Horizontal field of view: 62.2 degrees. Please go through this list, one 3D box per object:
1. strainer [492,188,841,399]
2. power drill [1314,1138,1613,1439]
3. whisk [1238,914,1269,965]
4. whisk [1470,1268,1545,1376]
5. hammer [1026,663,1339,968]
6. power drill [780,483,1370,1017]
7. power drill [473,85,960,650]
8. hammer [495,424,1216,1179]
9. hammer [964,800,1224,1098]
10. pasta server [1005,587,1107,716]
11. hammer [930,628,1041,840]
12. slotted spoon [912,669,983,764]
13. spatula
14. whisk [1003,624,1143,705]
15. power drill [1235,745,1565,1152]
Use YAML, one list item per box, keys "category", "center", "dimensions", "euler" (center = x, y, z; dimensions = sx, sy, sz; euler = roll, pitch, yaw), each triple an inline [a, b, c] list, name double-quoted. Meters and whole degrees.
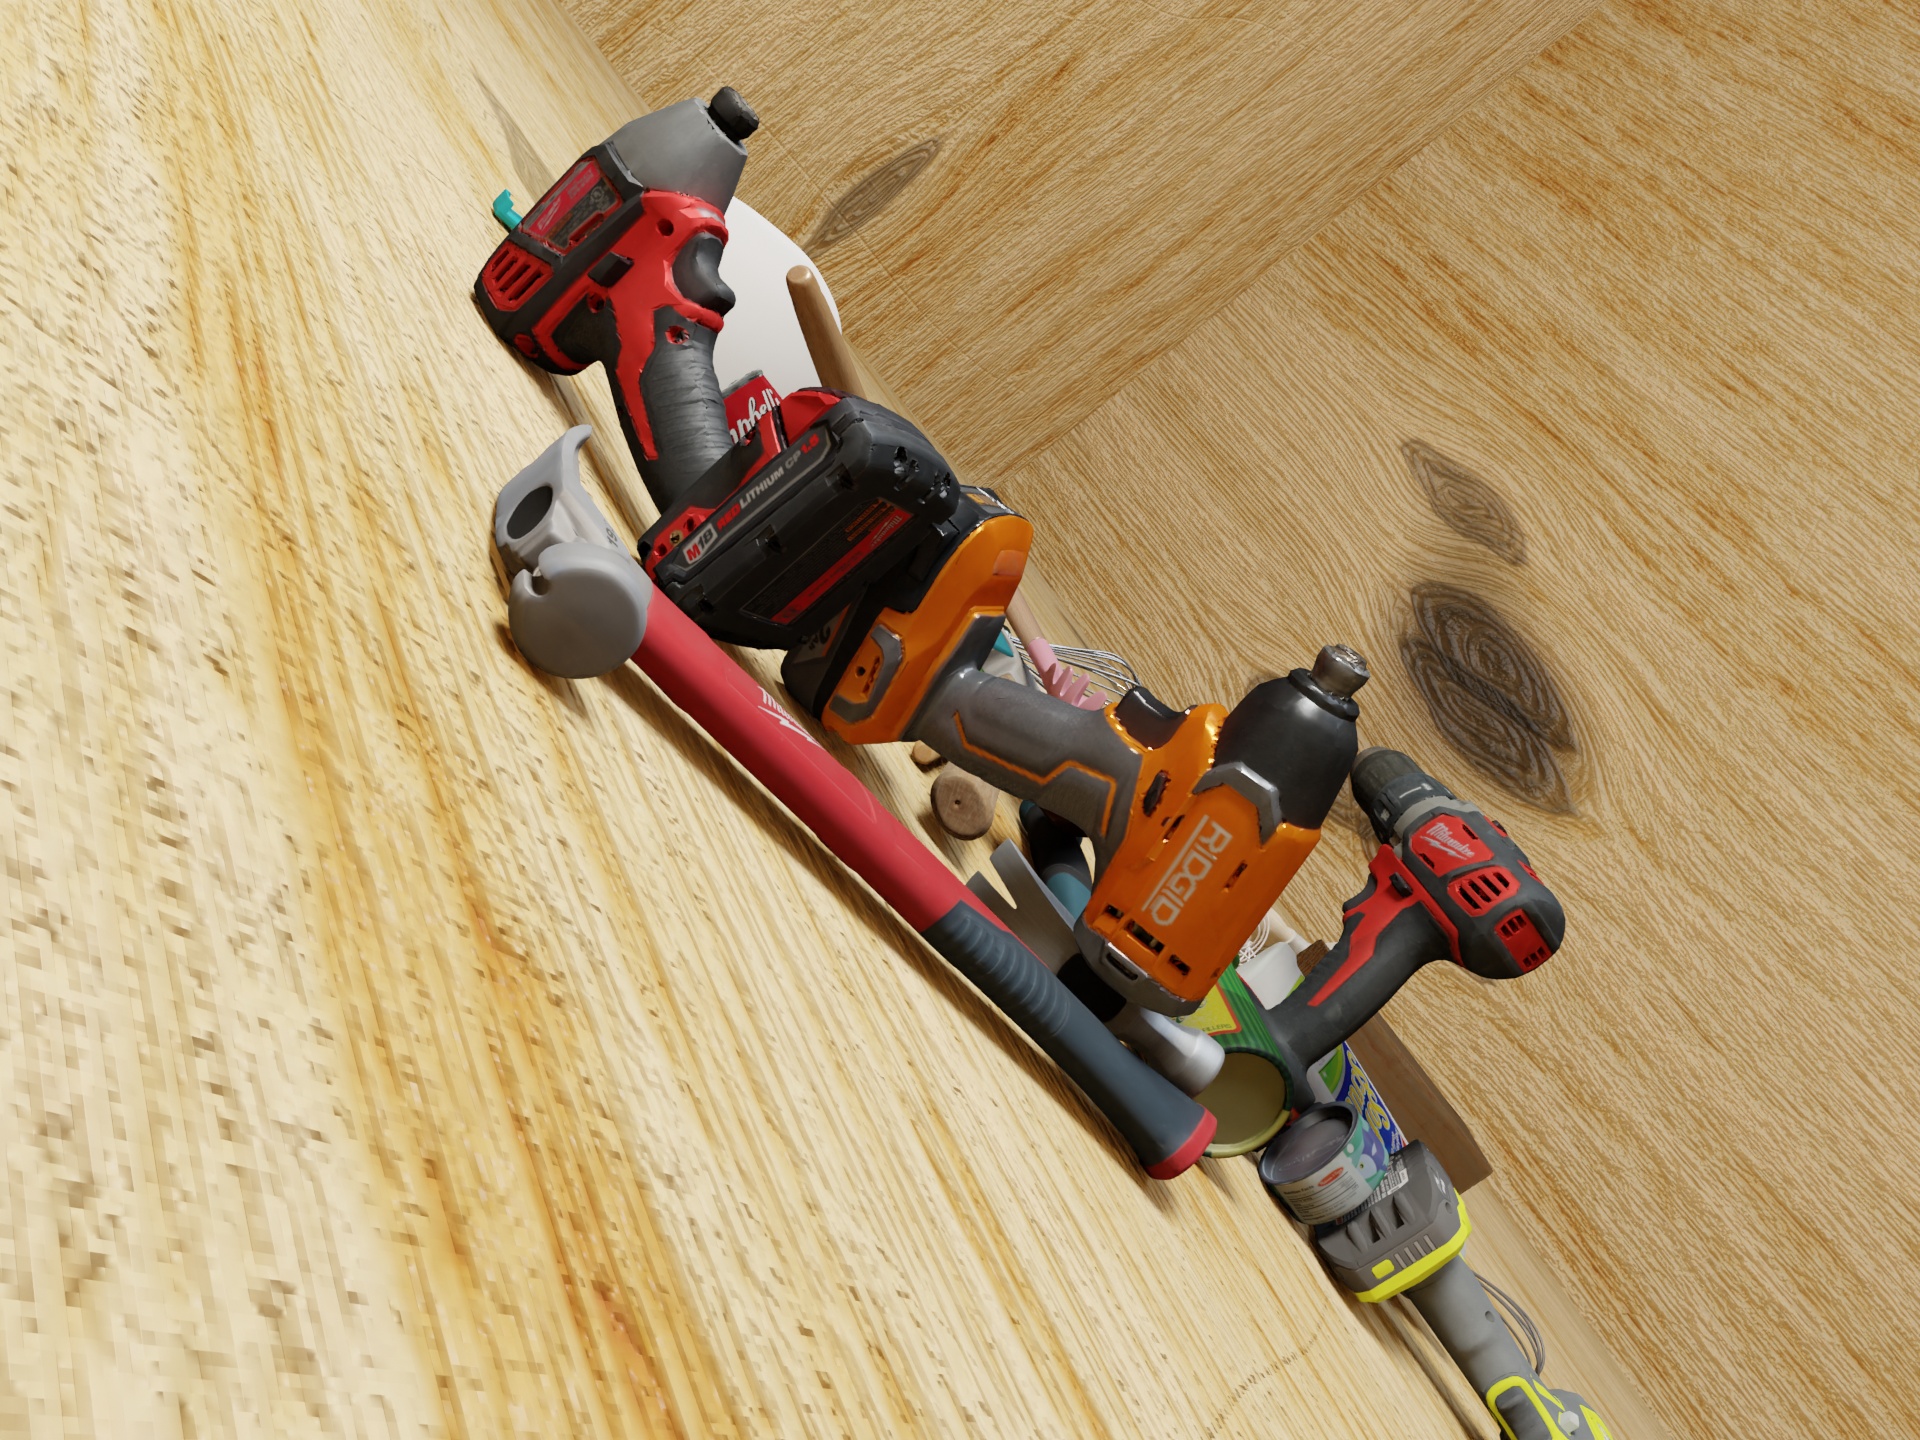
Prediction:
- category: "strainer"
  center: [-0.122, -0.256, 0.982]
  dimensions: [0.211, 0.095, 0.340]
  euler: [45, 16, 5]
- category: "power drill"
  center: [0.294, 0.361, 0.879]
  dimensions: [0.228, 0.080, 0.190]
  euler: [56, 8, 10]
- category: "whisk"
  center: [0.151, 0.104, 1.292]
  dimensions: [0.284, 0.070, 0.070]
  euler: [44, 10, -18]
- category: "whisk"
  center: [0.336, 0.381, 1.146]
  dimensions: [0.055, 0.055, 0.239]
  euler: [45, 6, -41]
- category: "hammer"
  center: [0.181, 0.090, 1.331]
  dimensions: [0.410, 0.146, 0.038]
  euler: [43, 54, -26]
- category: "power drill"
  center: [0.050, -0.008, 0.663]
  dimensions: [0.227, 0.164, 0.084]
  euler: [39, 20, 19]
- category: "power drill"
  center: [-0.101, -0.150, 0.649]
  dimensions: [0.220, 0.143, 0.078]
  euler: [57, 18, 21]
- category: "hammer"
  center: [-0.022, 0.051, 0.591]
  dimensions: [0.386, 0.038, 0.143]
  euler: [47, 8, -31]
- category: "hammer"
  center: [0.057, 0.089, 0.834]
  dimensions: [0.128, 0.033, 0.331]
  euler: [41, 7, -7]
- category: "pasta server"
  center: [0.049, -0.067, 1.052]
  dimensions: [0.060, 0.040, 0.317]
  euler: [41, 14, -35]
- category: "hammer"
  center: [0.017, 0.005, 0.900]
  dimensions: [0.130, 0.031, 0.331]
  euler: [60, 11, -7]
- category: "slotted spoon"
  center: [-0.002, -0.003, 0.987]
  dimensions: [0.070, 0.031, 0.314]
  euler: [51, 10, -1]
- category: "spatula"
  center: [-0.032, -0.126, 0.817]
  dimensions: [0.082, 0.044, 0.317]
  euler: [60, -3, 28]
- category: "whisk"
  center: [0.034, -0.050, 1.100]
  dimensions: [0.246, 0.059, 0.058]
  euler: [23, -21, -26]
- category: "power drill"
  center: [0.215, 0.121, 0.930]
  dimensions: [0.080, 0.226, 0.188]
  euler: [47, 9, -31]
